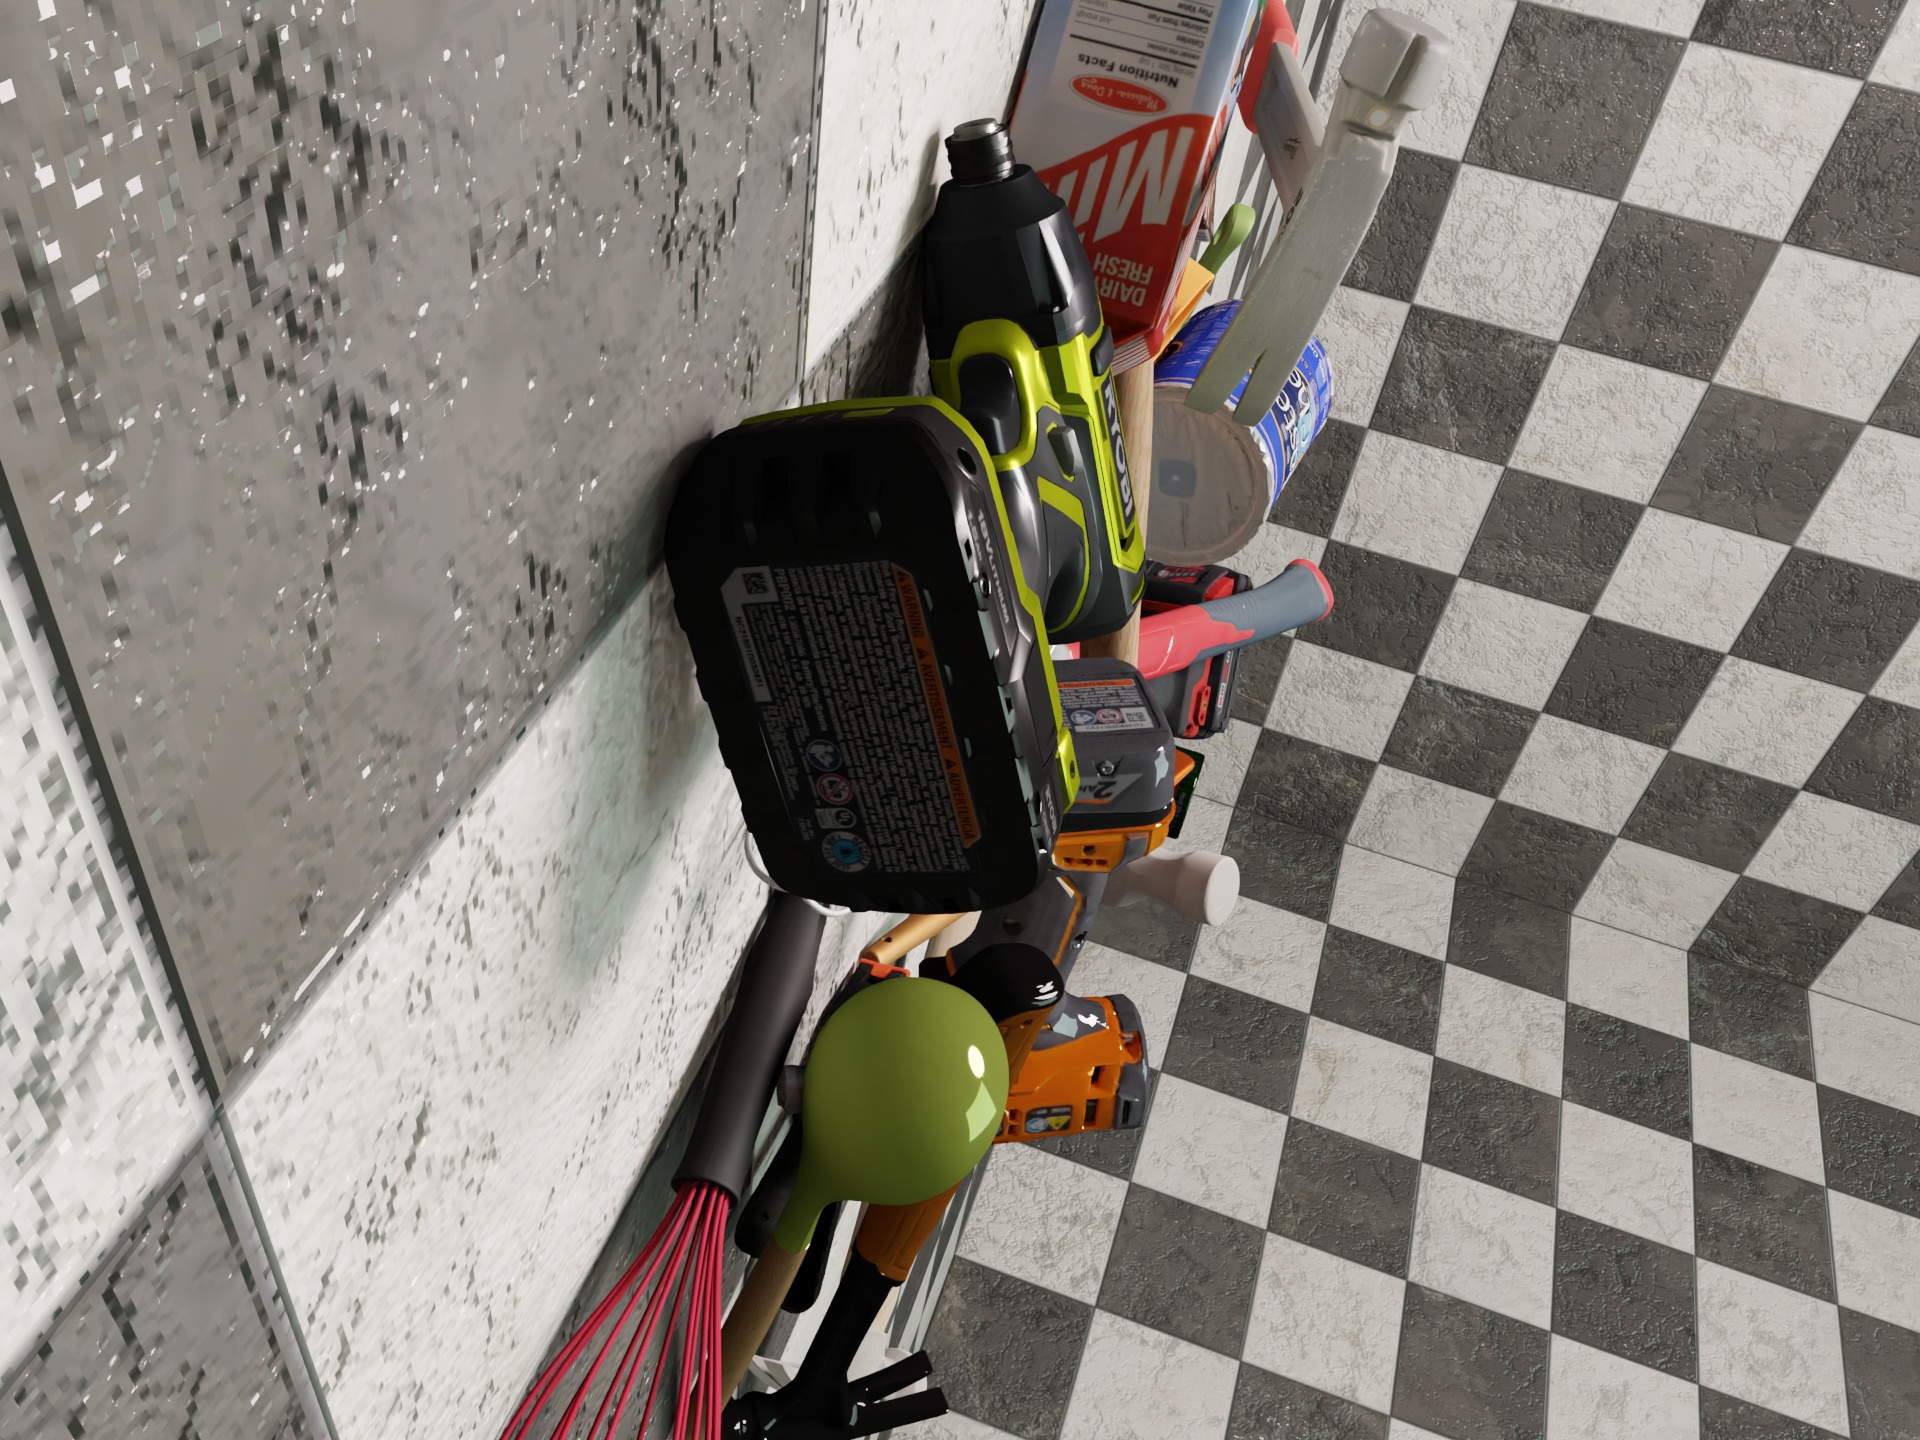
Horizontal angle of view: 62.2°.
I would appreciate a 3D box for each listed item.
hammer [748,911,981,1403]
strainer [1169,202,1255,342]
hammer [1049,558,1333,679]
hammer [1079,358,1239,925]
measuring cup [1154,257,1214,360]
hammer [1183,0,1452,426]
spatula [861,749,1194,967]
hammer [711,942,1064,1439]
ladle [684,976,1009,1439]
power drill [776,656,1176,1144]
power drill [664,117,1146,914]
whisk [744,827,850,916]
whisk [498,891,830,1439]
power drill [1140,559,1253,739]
[{"bbox_3d":[-0.024,0.186,0.934,0.146,0.038,0.411,43,56,-50],"label":"hammer"},{"bbox_3d":[0.157,-0.240,1.009,0.256,0.069,0.151,123,-19,-70],"label":"strainer"},{"bbox_3d":[0.129,-0.033,0.924,0.386,0.038,0.143,-17,114,-55],"label":"hammer"},{"bbox_3d":[0.064,-0.080,0.688,0.031,0.130,0.331,-18,113,-49],"label":"hammer"},{"bbox_3d":[0.045,-0.156,0.740,0.173,0.052,0.095,-49,180,-7],"label":"measuring cup"},{"bbox_3d":[0.124,-0.276,0.678,0.359,0.036,0.149,-89,-162,-49],"label":"hammer"},{"bbox_3d":[0.038,0.072,0.946,0.322,0.081,0.041,-27,133,-54],"label":"spatula"},{"bbox_3d":[-0.020,0.217,0.682,0.034,0.127,0.336,60,-39,41],"label":"hammer"},{"bbox_3d":[-0.062,0.216,0.633,0.078,0.062,0.320,61,-39,36],"label":"ladle"},{"bbox_3d":[0.003,0.090,0.663,0.084,0.164,0.226,-106,-164,-55],"label":"power drill"},{"bbox_3d":[0.001,-0.066,0.462,0.223,0.080,0.171,-66,147,-54],"label":"power drill"},{"bbox_3d":[-0.020,-0.029,0.573,0.059,0.058,0.246,62,32,-34],"label":"whisk"},{"bbox_3d":[-0.088,0.169,0.510,0.073,0.073,0.296,98,6,-49],"label":"whisk"},{"bbox_3d":[0.100,-0.077,0.977,0.226,0.080,0.188,7,93,-58],"label":"power drill"}]
